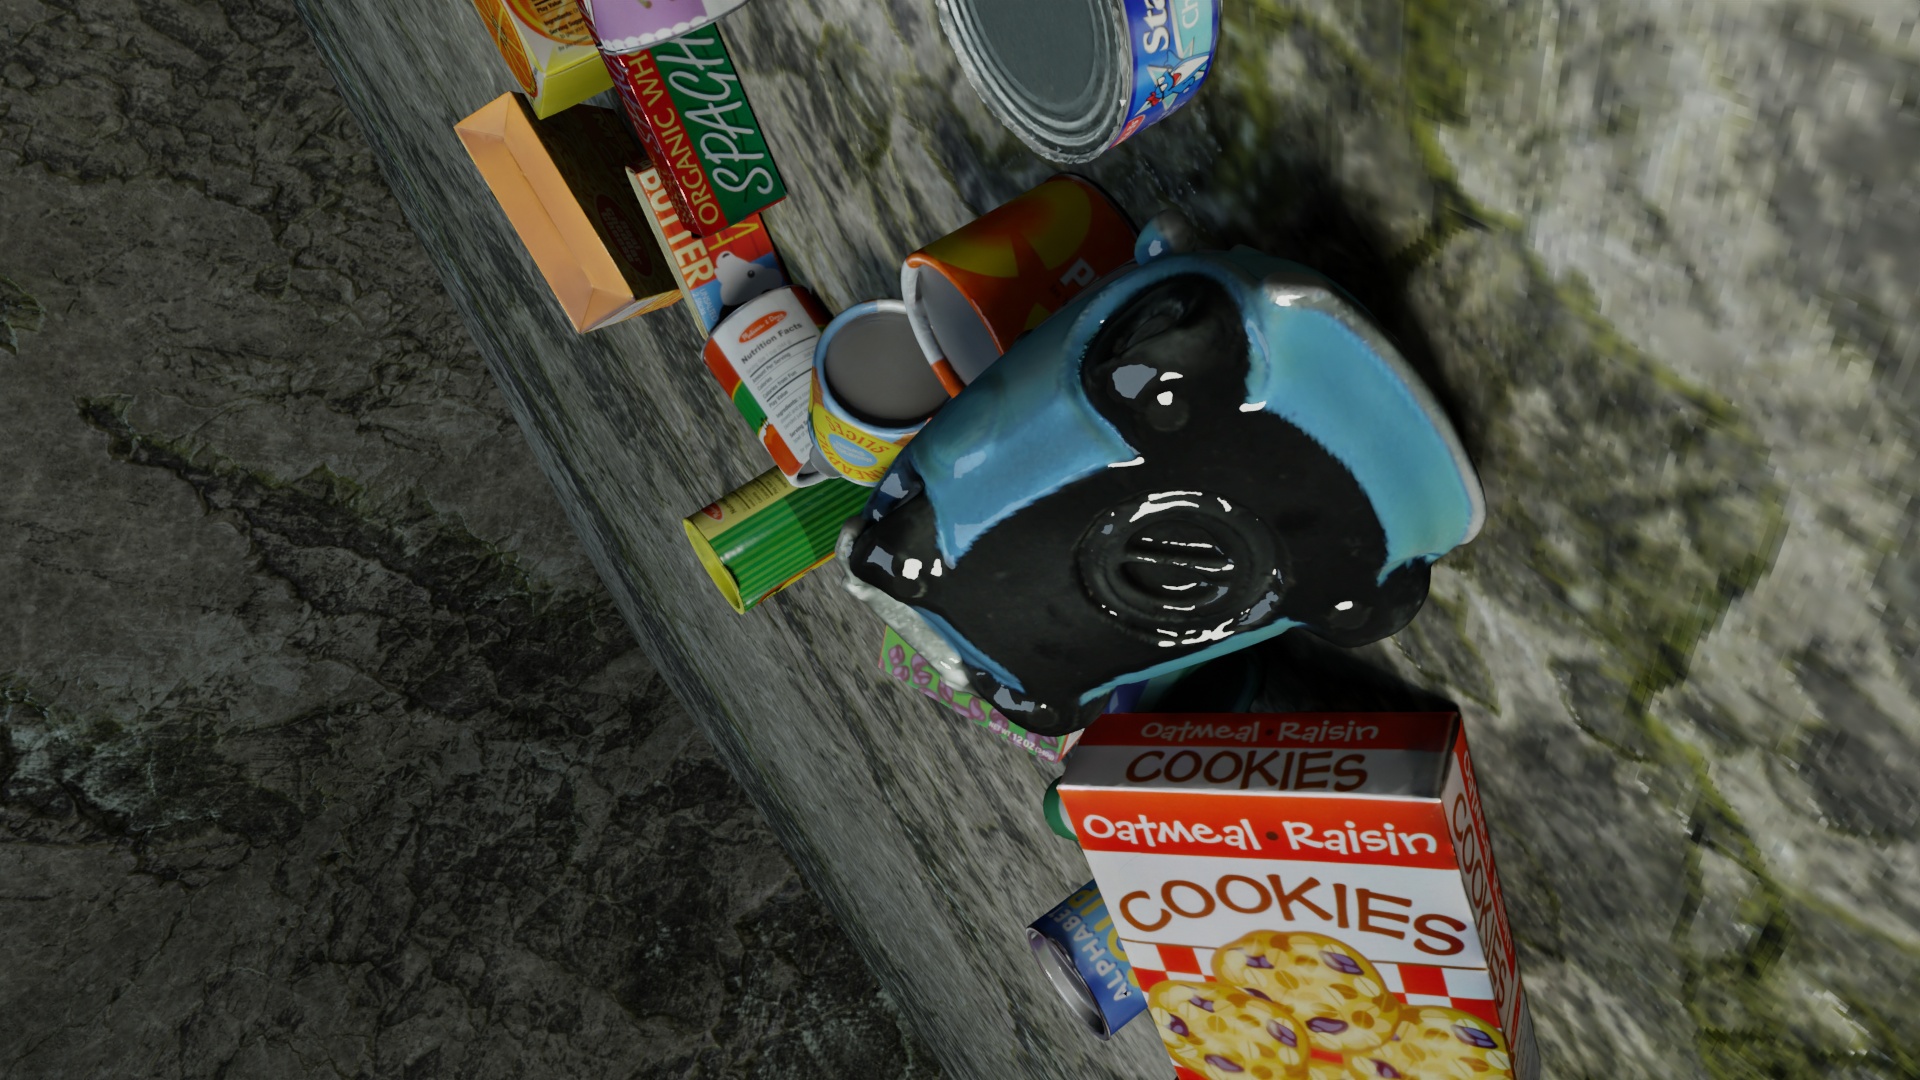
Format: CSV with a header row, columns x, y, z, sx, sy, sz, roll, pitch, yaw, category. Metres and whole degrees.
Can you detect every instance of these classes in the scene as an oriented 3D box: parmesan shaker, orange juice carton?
x,y,z,sx,sy,sz,roll,pitch,yaw,category
-0.102,-0.010,0.827,0.071,0.103,0.071,50,162,24,parmesan shaker
-0.222,-0.316,0.679,0.192,0.073,0.072,61,163,-9,orange juice carton

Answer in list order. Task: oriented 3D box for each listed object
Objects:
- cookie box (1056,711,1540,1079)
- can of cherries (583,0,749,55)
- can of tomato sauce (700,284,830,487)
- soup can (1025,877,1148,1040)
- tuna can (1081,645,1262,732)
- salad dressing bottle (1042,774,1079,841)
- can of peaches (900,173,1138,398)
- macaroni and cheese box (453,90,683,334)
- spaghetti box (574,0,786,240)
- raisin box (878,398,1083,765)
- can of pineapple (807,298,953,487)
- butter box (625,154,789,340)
x,y,z,sx,sy,sz,roll,pitch,yaw,category
0.117,0.131,0.468,0.123,0.040,0.166,-5,123,30,cookie box
-0.127,-0.235,0.558,0.071,0.072,0.058,34,151,53,can of cherries
-0.083,-0.079,0.718,0.083,0.071,0.071,54,162,10,can of tomato sauce
0.085,0.196,0.697,0.071,0.084,0.071,50,161,24,soup can
0.077,0.053,0.506,0.033,0.071,0.070,43,157,37,tuna can
0.075,0.128,0.679,0.064,0.044,0.147,55,164,4,salad dressing bottle
0.023,-0.074,0.443,0.071,0.058,0.071,51,161,24,can of peaches
-0.209,-0.189,0.797,0.123,0.040,0.167,60,-170,-10,macaroni and cheese box
-0.150,-0.257,0.621,0.029,0.050,0.249,32,150,57,spaghetti box
0.022,0.013,0.522,0.086,0.040,0.122,27,130,19,raisin box
-0.033,-0.062,0.602,0.071,0.071,0.057,54,162,12,can of pineapple
-0.130,-0.159,0.730,0.024,0.053,0.103,37,152,56,butter box
